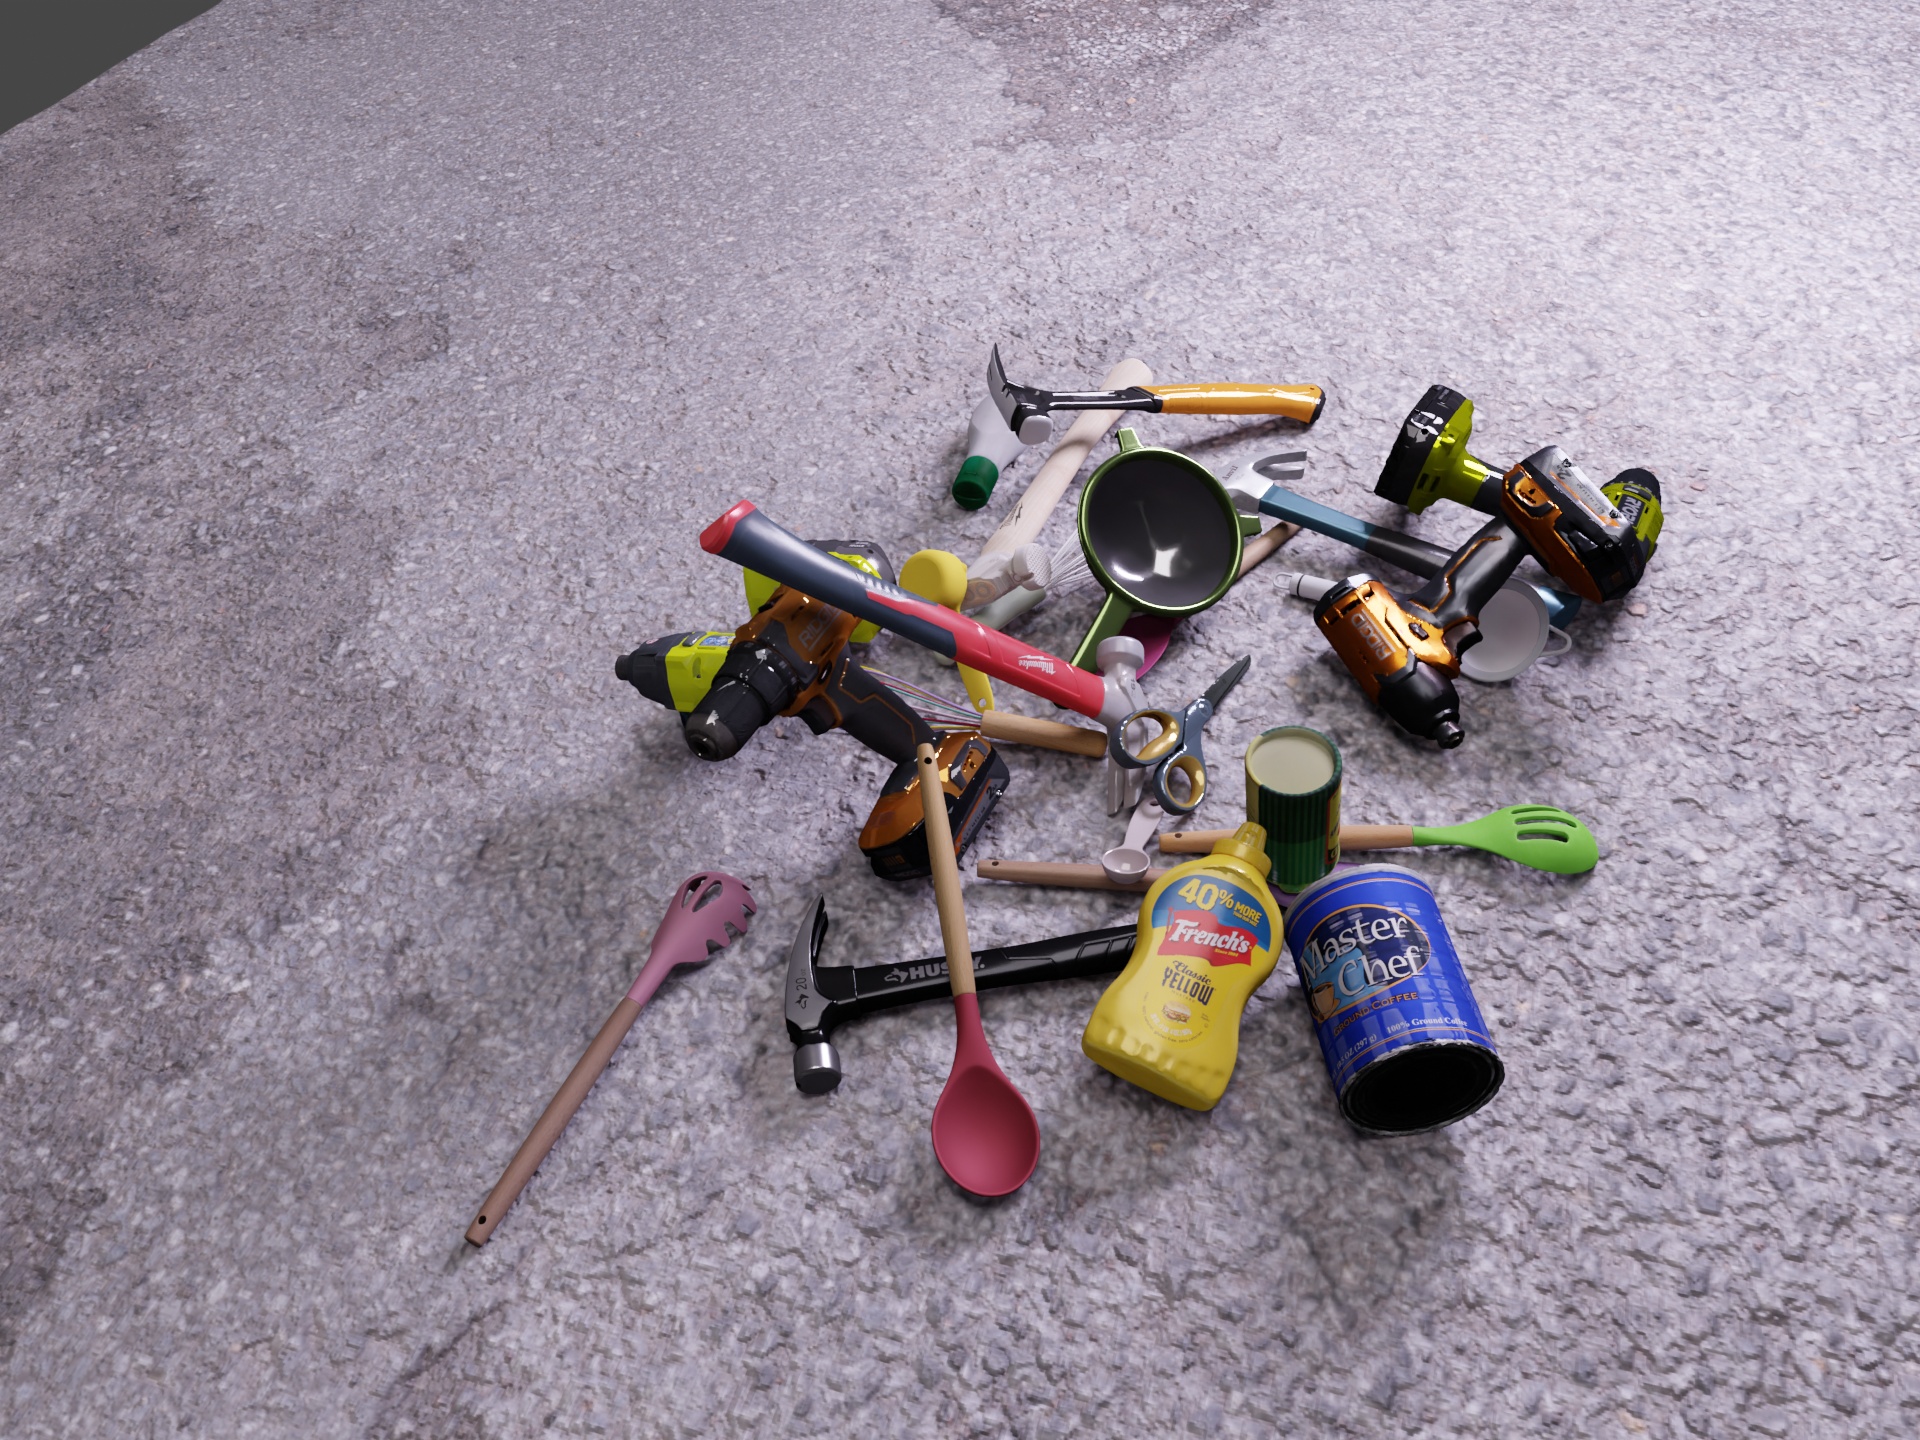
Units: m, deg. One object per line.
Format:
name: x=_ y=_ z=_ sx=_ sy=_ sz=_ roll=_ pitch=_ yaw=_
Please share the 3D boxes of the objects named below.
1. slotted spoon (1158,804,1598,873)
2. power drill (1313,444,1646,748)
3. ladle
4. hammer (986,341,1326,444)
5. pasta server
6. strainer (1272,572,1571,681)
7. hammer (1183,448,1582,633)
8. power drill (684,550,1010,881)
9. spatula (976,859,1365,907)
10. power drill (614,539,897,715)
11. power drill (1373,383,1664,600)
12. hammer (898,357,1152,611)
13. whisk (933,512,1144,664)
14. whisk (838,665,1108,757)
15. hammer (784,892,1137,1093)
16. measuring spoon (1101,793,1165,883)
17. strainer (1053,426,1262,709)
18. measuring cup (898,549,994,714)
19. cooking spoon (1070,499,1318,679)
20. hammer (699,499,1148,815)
slotted spoon: x=0.303 y=0.086 z=1.159 sx=0.314 sy=0.031 sz=0.070 roll=-2 pitch=36 yaw=7
power drill: x=0.408 y=-0.089 z=1.234 sx=0.226 sy=0.084 sz=0.164 roll=-36 pitch=55 yaw=13
ladle: x=-0.002 y=0.158 z=1.057 sx=0.069 sy=0.031 sz=0.316 roll=-4 pitch=64 yaw=-12
hammer: x=0.191 y=-0.306 z=1.502 sx=0.336 sy=0.034 sz=0.127 roll=-4 pitch=44 yaw=-20
pasta server: x=-0.237 y=0.220 z=1.090 sx=0.060 sy=0.040 sz=0.316 roll=16 pitch=53 yaw=21
strainer: x=0.379 y=-0.090 z=1.319 sx=0.259 sy=0.050 sz=0.087 roll=18 pitch=90 yaw=30
hammer: x=0.366 y=-0.151 z=1.370 sx=0.331 sy=0.033 sz=0.128 roll=26 pitch=54 yaw=23
power drill: x=-0.083 y=0.016 z=1.136 sx=0.084 sy=0.226 sz=0.185 roll=-18 pitch=29 yaw=46
spatula: x=0.169 y=0.116 z=1.151 sx=0.316 sy=0.018 sz=0.060 roll=2 pitch=35 yaw=8
power drill: x=-0.159 y=-0.074 z=1.289 sx=0.171 sy=0.080 sz=0.223 roll=4 pitch=27 yaw=23
power drill: x=0.490 y=-0.202 z=1.368 sx=0.228 sy=0.080 sz=0.190 roll=28 pitch=40 yaw=15
hammer: x=0.082 y=-0.228 z=1.480 sx=0.146 sy=0.038 sz=0.411 roll=-12 pitch=30 yaw=36
whisk: x=0.073 y=-0.119 z=1.386 sx=0.246 sy=0.059 sz=0.058 roll=-36 pitch=15 yaw=-22
whisk: x=-0.002 y=-0.006 z=1.279 sx=0.245 sy=0.051 sz=0.047 roll=11 pitch=41 yaw=13
hammer: x=0.044 y=0.164 z=1.105 sx=0.334 sy=0.035 sz=0.146 roll=-9 pitch=45 yaw=-2
measuring spoon: x=0.132 y=0.088 z=1.171 sx=0.034 sy=0.018 sz=0.124 roll=8 pitch=27 yaw=18
strainer: x=0.135 y=-0.109 z=1.334 sx=0.151 sy=0.069 sz=0.256 roll=34 pitch=69 yaw=-7
measuring cup: x=-0.009 y=-0.071 z=1.311 sx=0.062 sy=0.029 sz=0.157 roll=-31 pitch=69 yaw=26
cooking spoon: x=0.210 y=-0.110 z=1.374 sx=0.319 sy=0.017 sz=0.069 roll=-37 pitch=45 yaw=-27
hammer: x=-0.014 y=-0.051 z=1.138 sx=0.386 sy=0.038 sz=0.143 roll=22 pitch=58 yaw=-32
